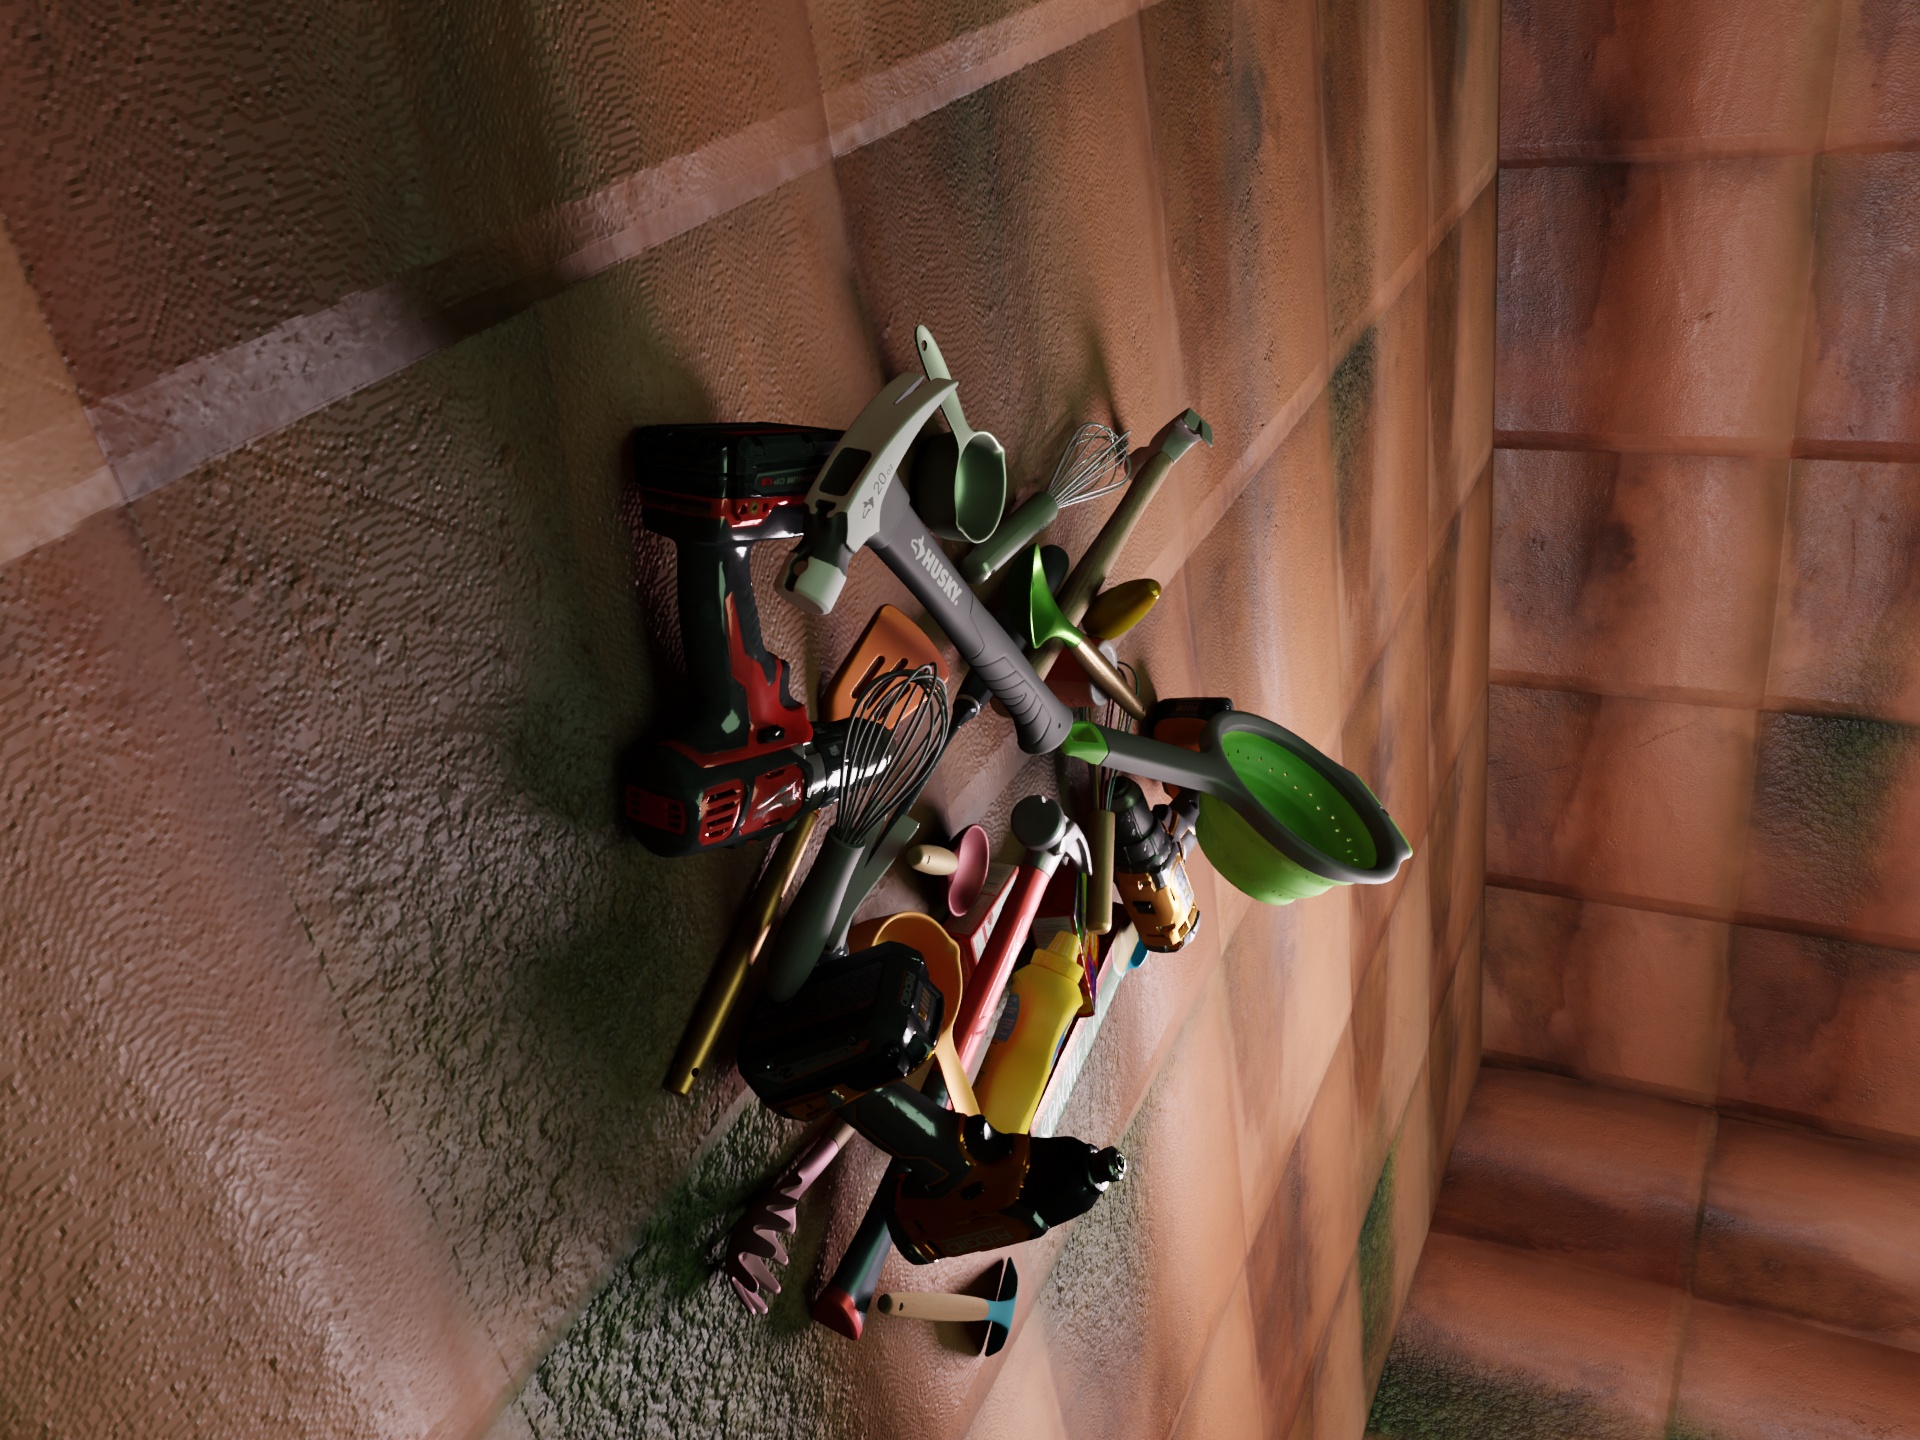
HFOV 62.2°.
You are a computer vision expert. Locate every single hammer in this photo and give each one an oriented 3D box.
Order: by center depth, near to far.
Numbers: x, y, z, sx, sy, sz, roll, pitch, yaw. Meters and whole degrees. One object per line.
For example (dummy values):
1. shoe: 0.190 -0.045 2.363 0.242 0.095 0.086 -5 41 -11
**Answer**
1. hammer: 0.004 -0.065 0.935 0.146 0.035 0.334 -65 150 -14
2. hammer: -0.002 -0.003 1.084 0.409 0.036 0.149 -59 179 -46
3. hammer: -0.002 0.247 1.132 0.386 0.038 0.143 -65 159 -13
4. hammer: 0.113 -0.131 1.264 0.031 0.130 0.331 38 60 -9

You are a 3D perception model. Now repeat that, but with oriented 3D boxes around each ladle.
1. ladle: -0.011 0.095 1.047 0.315 0.031 0.069 50 51 -81

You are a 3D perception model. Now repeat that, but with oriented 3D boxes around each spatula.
1. spatula: -0.096 0.077 0.964 0.080 0.041 0.323 47 56 -41
2. spatula: -0.005 0.445 1.208 0.317 0.044 0.082 45 58 -60

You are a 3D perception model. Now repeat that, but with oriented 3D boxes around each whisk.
1. whisk: -0.063 0.068 0.886 0.055 0.055 0.239 -26 146 -58
2. whisk: 0.068 -0.166 1.216 0.059 0.058 0.246 52 46 -8
3. whisk: 0.121 0.058 1.321 0.047 0.051 0.245 70 22 -66

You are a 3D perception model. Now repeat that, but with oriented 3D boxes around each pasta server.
1. pasta server: -0.068 0.273 1.070 0.316 0.040 0.060 -42 149 -53

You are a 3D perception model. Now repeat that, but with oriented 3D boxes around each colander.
1. colander: 0.209 0.076 1.335 0.396 0.205 0.094 14 124 -37

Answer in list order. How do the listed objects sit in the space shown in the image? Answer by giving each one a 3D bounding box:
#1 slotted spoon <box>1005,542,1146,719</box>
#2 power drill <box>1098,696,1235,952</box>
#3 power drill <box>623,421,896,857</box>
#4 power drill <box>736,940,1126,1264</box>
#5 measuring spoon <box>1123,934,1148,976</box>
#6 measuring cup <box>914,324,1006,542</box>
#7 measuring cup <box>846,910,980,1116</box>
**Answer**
1. slotted spoon: 0.091 -0.050 1.182 0.313 0.031 0.070 38 52 -62
2. power drill: 0.191 0.071 1.452 0.226 0.084 0.185 -60 138 -40
3. power drill: -0.099 -0.046 0.873 0.188 0.080 0.226 -15 113 -52
4. power drill: -0.012 0.241 0.976 0.226 0.164 0.084 54 29 -26
5. measuring spoon: 0.138 0.236 1.486 0.129 0.021 0.042 -42 135 -39
6. measuring cup: -0.015 -0.191 1.059 0.083 0.038 0.167 -62 144 -35
7. measuring cup: -0.032 0.211 1.055 0.095 0.052 0.173 -30 103 -48
